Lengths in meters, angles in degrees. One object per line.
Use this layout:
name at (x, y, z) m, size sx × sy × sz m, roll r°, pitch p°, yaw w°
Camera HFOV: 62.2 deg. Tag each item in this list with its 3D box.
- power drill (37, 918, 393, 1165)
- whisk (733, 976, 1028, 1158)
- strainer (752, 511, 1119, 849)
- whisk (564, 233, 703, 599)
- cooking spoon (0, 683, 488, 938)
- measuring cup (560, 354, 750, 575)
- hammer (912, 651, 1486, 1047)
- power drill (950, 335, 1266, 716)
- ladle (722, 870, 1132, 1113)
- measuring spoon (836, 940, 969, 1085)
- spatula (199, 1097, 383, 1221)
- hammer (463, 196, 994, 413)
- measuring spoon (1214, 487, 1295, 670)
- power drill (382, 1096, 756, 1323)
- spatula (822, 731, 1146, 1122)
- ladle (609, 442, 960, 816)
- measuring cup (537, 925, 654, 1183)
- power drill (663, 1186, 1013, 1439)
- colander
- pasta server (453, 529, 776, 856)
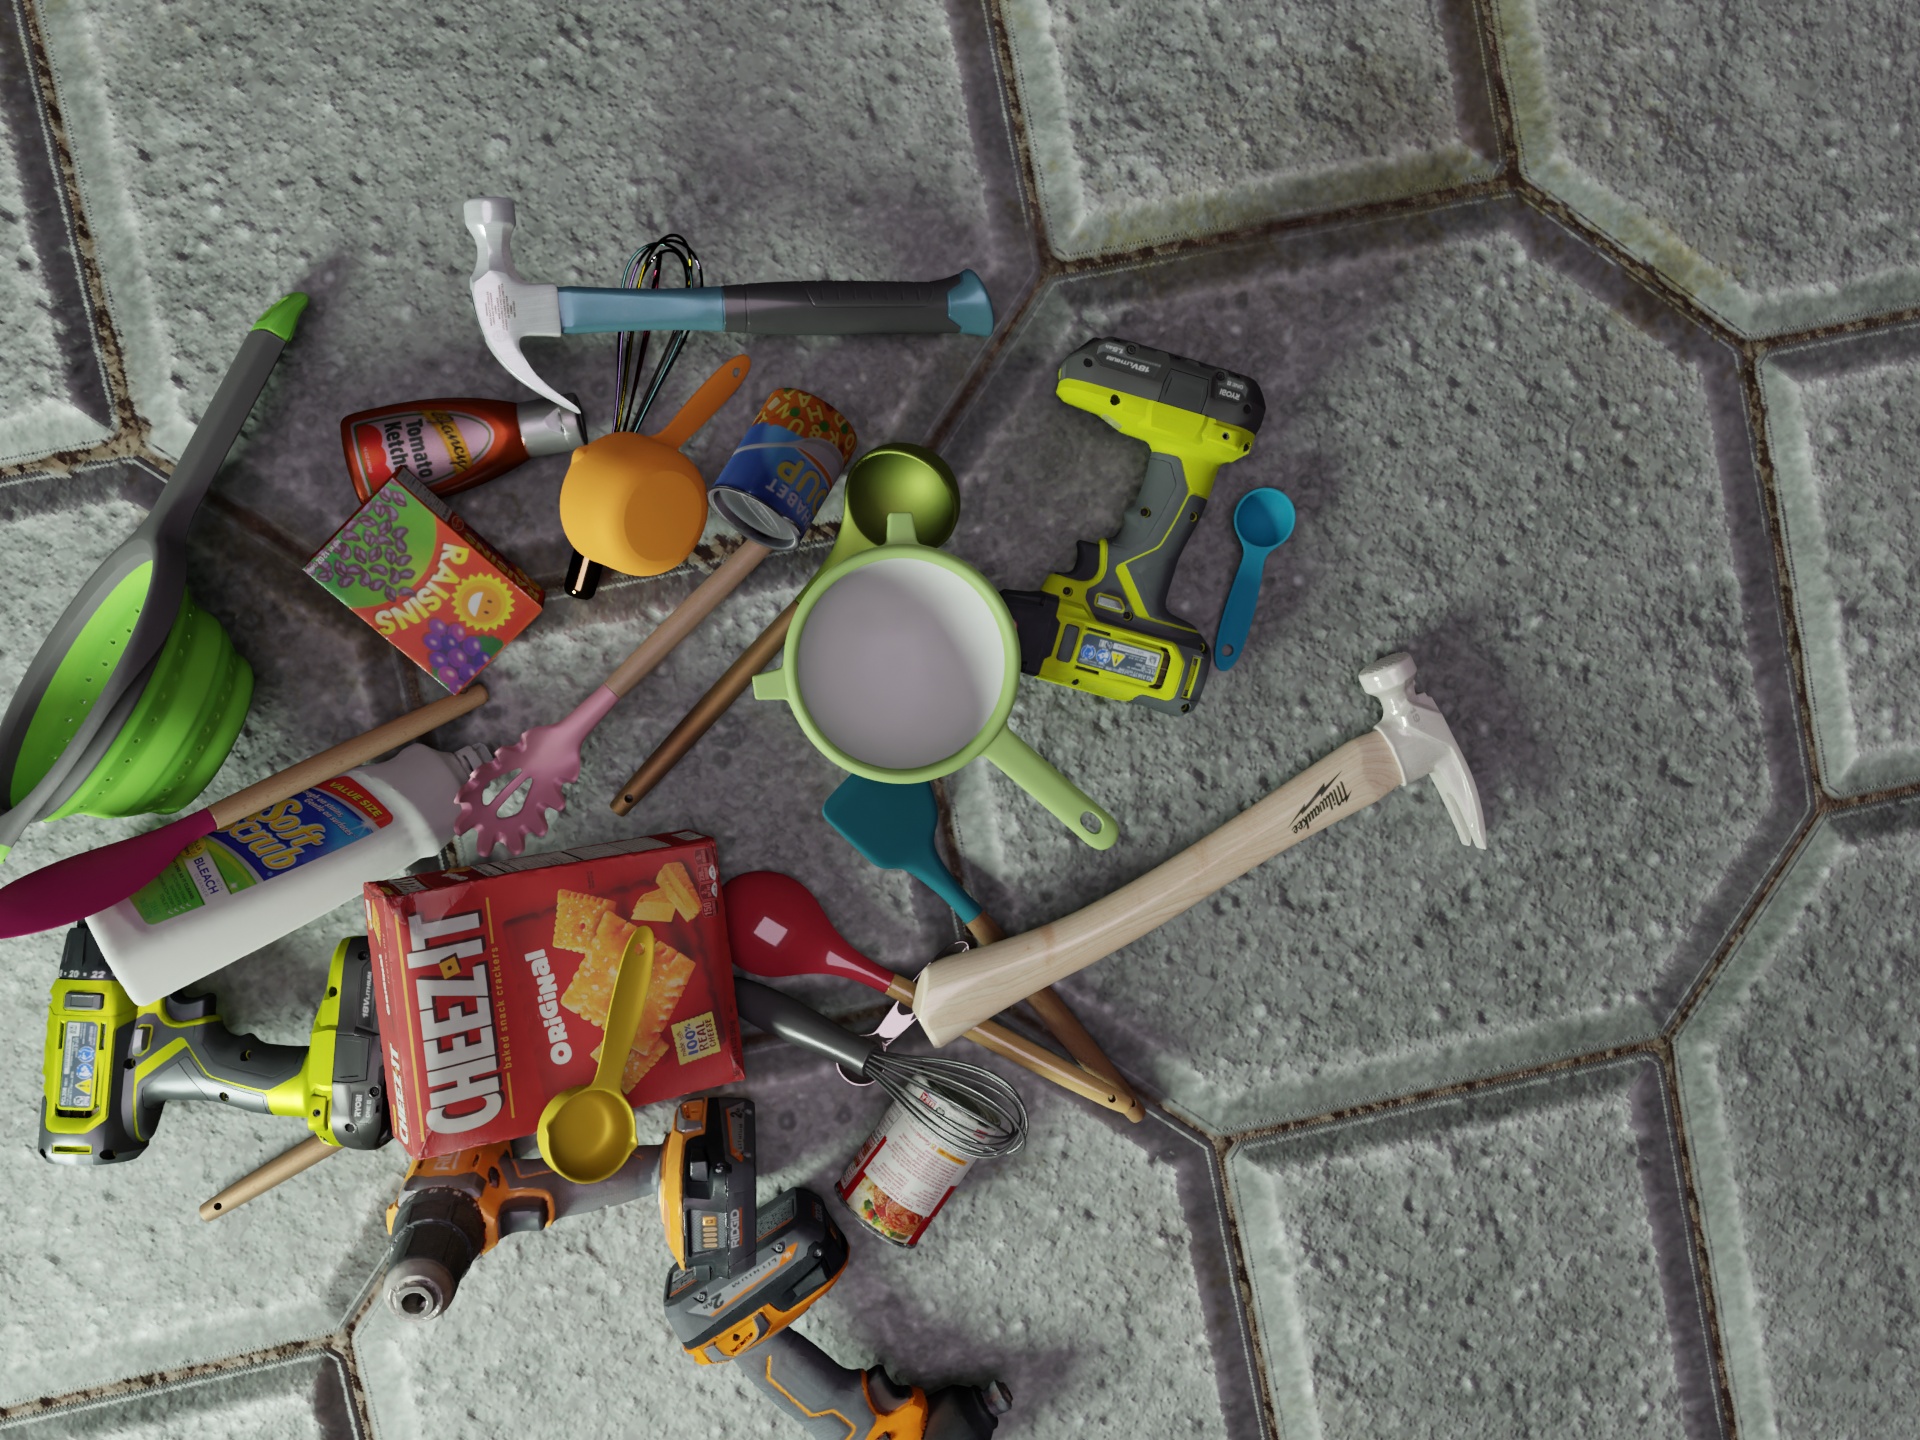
power drill at (-0.470, 0.188, 1.024) m, size 0.228 × 0.080 × 0.190 m, roll 2°, pitch 83°, yaw 0°
whisk at (-0.060, 0.219, 1.033) m, size 0.239 × 0.055 × 0.055 m, roll 21°, pitch 92°, yaw 22°
strainer at (-0.002, -0.003, 1.033) m, size 0.256 × 0.069 × 0.151 m, roll 40°, pitch 84°, yaw -12°
whisk at (-0.221, -0.198, 1.039) m, size 0.051 × 0.047 × 0.245 m, roll 17°, pitch 95°, yaw -6°
cooking spoon at (-0.433, 0.048, 0.972) m, size 0.319 × 0.069 × 0.017 m, roll -30°, pitch 130°, yaw -33°
measuring cup at (-0.179, -0.168, 1.024) m, size 0.173 × 0.052 × 0.095 m, roll -52°, pitch 138°, yaw -13°
hammer at (0.159, 0.112, 1.065) m, size 0.410 × 0.038 × 0.146 m, roll -28°, pitch 96°, yaw -8°
power drill at (0.100, -0.130, 1.049) m, size 0.171 × 0.080 × 0.223 m, roll 15°, pitch 95°, yaw -5°
ladle at (-0.025, 0.190, 1.072) m, size 0.315 × 0.031 × 0.069 m, roll 27°, pitch 82°, yaw -2°
measuring spoon at (-0.037, 0.199, 1.091) m, size 0.034 × 0.018 × 0.124 m, roll 43°, pitch 83°, yaw 2°
spatula at (-0.367, 0.252, 1.067) m, size 0.316 × 0.018 × 0.060 m, roll -30°, pitch 91°, yaw -3°
hammer at (-0.138, -0.263, 1.009) m, size 0.331 × 0.033 × 0.128 m, roll -5°, pitch 102°, yaw -17°
measuring spoon at (0.194, -0.097, 1.089) m, size 0.042 × 0.021 × 0.128 m, roll 13°, pitch 102°, yaw -7°
power drill at (-0.242, 0.307, 0.998) m, size 0.226 × 0.185 × 0.084 m, roll -1°, pitch 103°, yaw -7°
spatula at (0.028, 0.153, 1.076) m, size 0.082 × 0.044 × 0.317 m, roll -42°, pitch 97°, yaw -22°
ladle at (-0.122, -0.054, 1.048) m, size 0.078 × 0.062 × 0.320 m, roll 42°, pitch 92°, yaw -11°
measuring cup at (-0.217, 0.202, 0.974) m, size 0.062 × 0.029 × 0.157 m, roll 23°, pitch 72°, yaw -34°
power drill at (-0.078, 0.433, 1.069) m, size 0.164 × 0.084 × 0.226 m, roll -32°, pitch 99°, yaw -2°
colander at (-0.477, -0.082, 1.001) m, size 0.094 × 0.205 × 0.397 m, roll 33°, pitch 72°, yaw -39°
pasta server at (-0.206, -0.037, 1.035) m, size 0.316 × 0.040 × 0.060 m, roll -46°, pitch 110°, yaw -8°
